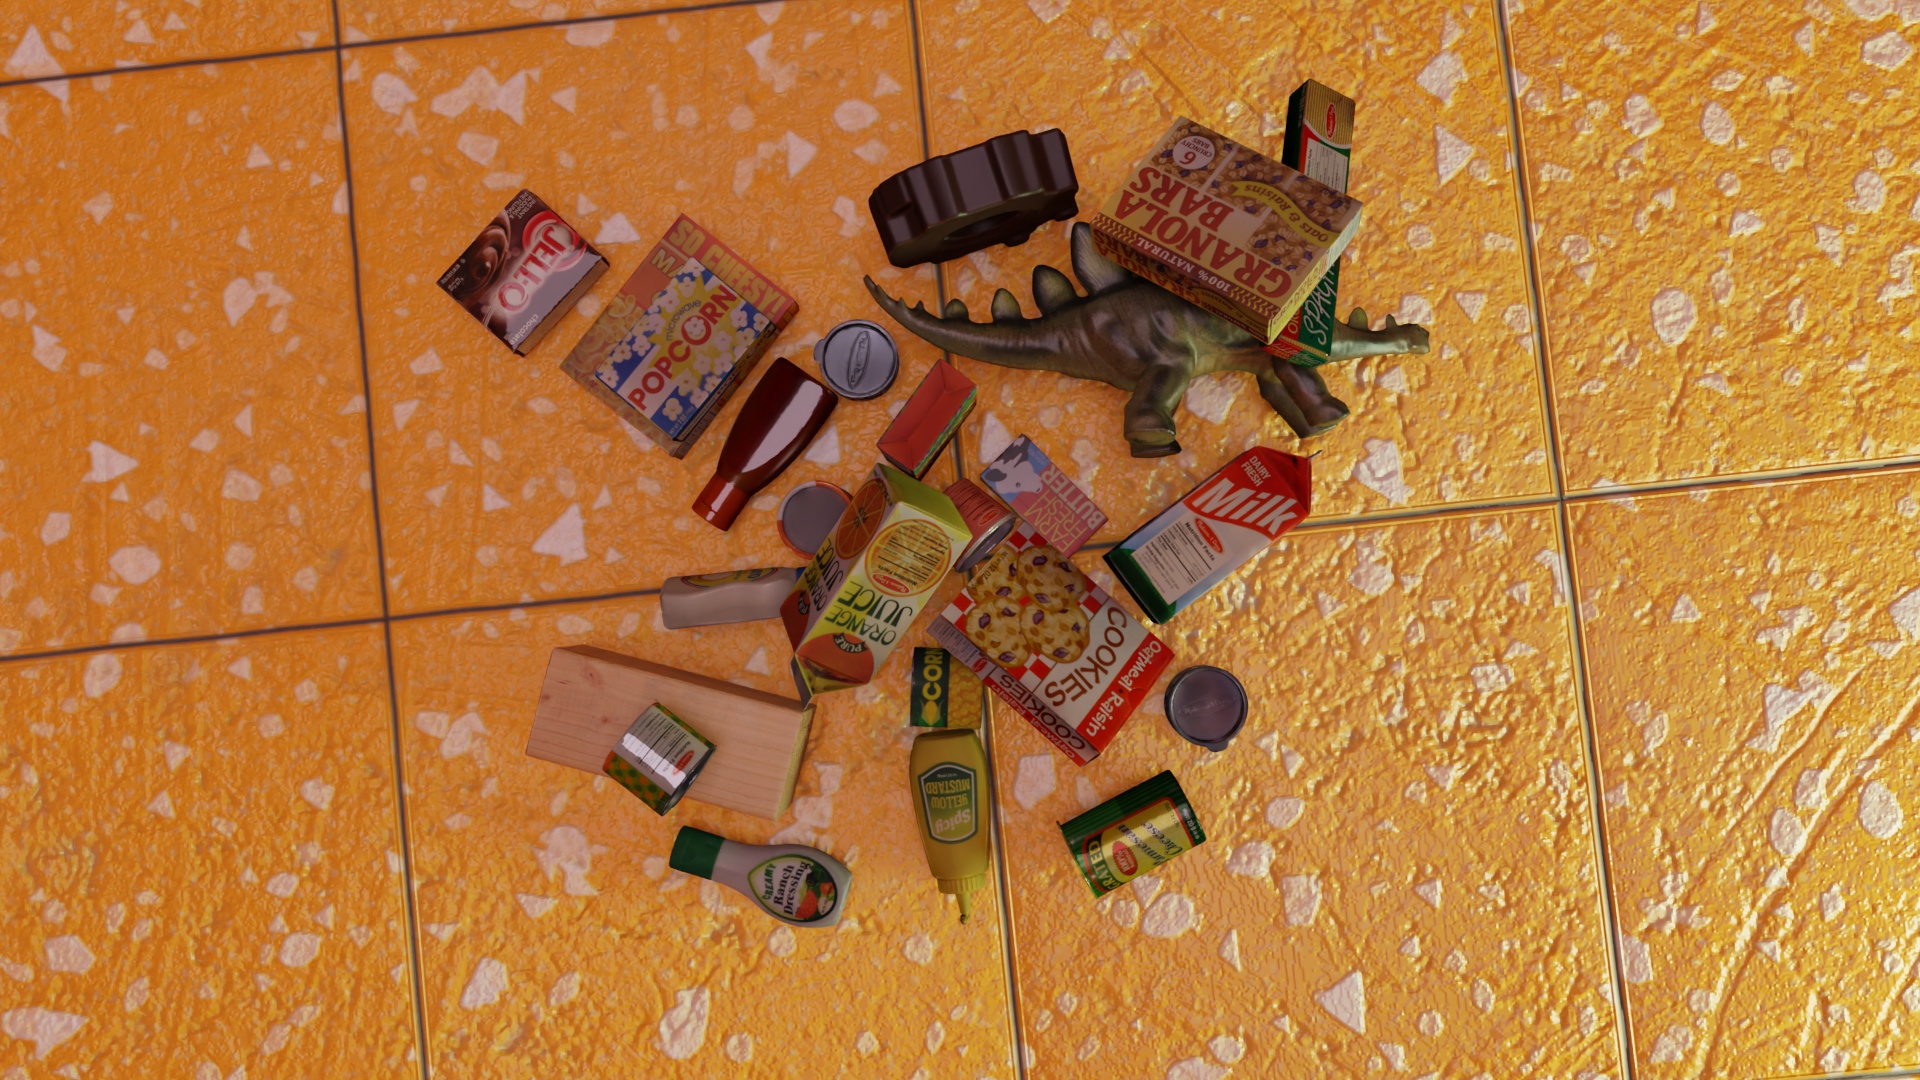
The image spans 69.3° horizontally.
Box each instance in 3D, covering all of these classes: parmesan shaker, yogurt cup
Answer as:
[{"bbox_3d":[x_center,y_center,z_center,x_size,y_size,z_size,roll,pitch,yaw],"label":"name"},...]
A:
[{"bbox_3d":[0.139,0.236,1.132,0.103,0.071,0.071,-28,88,0],"label":"parmesan shaker"},{"bbox_3d":[0.004,-0.014,1.149,0.072,0.072,0.054,-44,80,-1],"label":"yogurt cup"}]

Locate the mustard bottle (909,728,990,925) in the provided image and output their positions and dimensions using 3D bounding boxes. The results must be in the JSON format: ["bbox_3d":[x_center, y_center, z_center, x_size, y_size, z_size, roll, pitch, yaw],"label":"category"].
[{"bbox_3d":[-0.003,0.237,1.144,0.065,0.049,0.160,-8,87,4],"label":"mustard bottle"}]

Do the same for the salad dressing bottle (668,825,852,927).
[{"bbox_3d":[-0.165,0.275,1.148,0.148,0.044,0.064,17,87,2],"label":"salad dressing bottle"}]

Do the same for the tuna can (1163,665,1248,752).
[{"bbox_3d":[0.204,0.139,1.152,0.071,0.033,0.071,0,88,1],"label":"tuna can"}]

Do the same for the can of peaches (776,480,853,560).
[{"bbox_3d":[-0.114,-0.014,1.153,0.071,0.058,0.071,0,87,2],"label":"can of peaches"}]

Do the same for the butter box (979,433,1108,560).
[{"bbox_3d":[0.070,-0.036,1.167,0.103,0.024,0.053,44,90,3],"label":"butter box"}]

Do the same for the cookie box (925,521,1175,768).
[{"bbox_3d":[0.075,0.083,1.124,0.167,0.040,0.123,41,55,3],"label":"cookie box"}]

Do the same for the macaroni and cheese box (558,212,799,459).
[{"bbox_3d":[-0.236,-0.171,1.171,0.124,0.040,0.166,38,89,2],"label":"macaroni and cheese box"}]

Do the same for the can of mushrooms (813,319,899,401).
[{"bbox_3d":[-0.087,-0.152,1.170,0.071,0.033,0.071,0,88,1],"label":"can of mushrooms"}]

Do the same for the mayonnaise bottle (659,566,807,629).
[{"bbox_3d":[-0.170,0.044,1.151,0.148,0.065,0.041,-7,103,-3],"label":"mayonnaise bottle"}]

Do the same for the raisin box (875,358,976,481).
[{"bbox_3d":[-0.026,-0.094,1.122,0.040,0.123,0.086,35,89,2],"label":"raisin box"}]

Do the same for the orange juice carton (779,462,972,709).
[{"bbox_3d":[-0.080,0.042,1.098,0.073,0.072,0.192,26,107,-29],"label":"orange juice carton"}]

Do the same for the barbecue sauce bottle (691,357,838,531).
[{"bbox_3d":[-0.168,-0.078,1.163,0.065,0.043,0.148,35,90,18],"label":"barbecue sauce bottle"}]

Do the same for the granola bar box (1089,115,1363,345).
[{"bbox_3d":[0.202,-0.240,1.065,0.166,0.039,0.124,34,76,22],"label":"granola bar box"}]

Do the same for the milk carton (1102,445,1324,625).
[{"bbox_3d":[0.215,-0.015,1.139,0.190,0.072,0.073,-37,88,1],"label":"milk carton"}]

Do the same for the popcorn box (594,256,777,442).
[{"bbox_3d":[-0.223,-0.154,1.129,0.085,0.038,0.126,40,90,3],"label":"popcorn box"}]

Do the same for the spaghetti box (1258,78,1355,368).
[{"bbox_3d":[0.277,-0.254,1.106,0.050,0.028,0.251,19,67,-19],"label":"spaghetti box"}]

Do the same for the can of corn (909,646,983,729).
[{"bbox_3d":[-0.011,0.120,1.139,0.058,0.071,0.071,3,88,0],"label":"can of corn"}]

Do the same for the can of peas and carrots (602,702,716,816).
[{"bbox_3d":[-0.229,0.166,1.054,0.059,0.071,0.071,37,89,2],"label":"can of peas and carrots"}]
